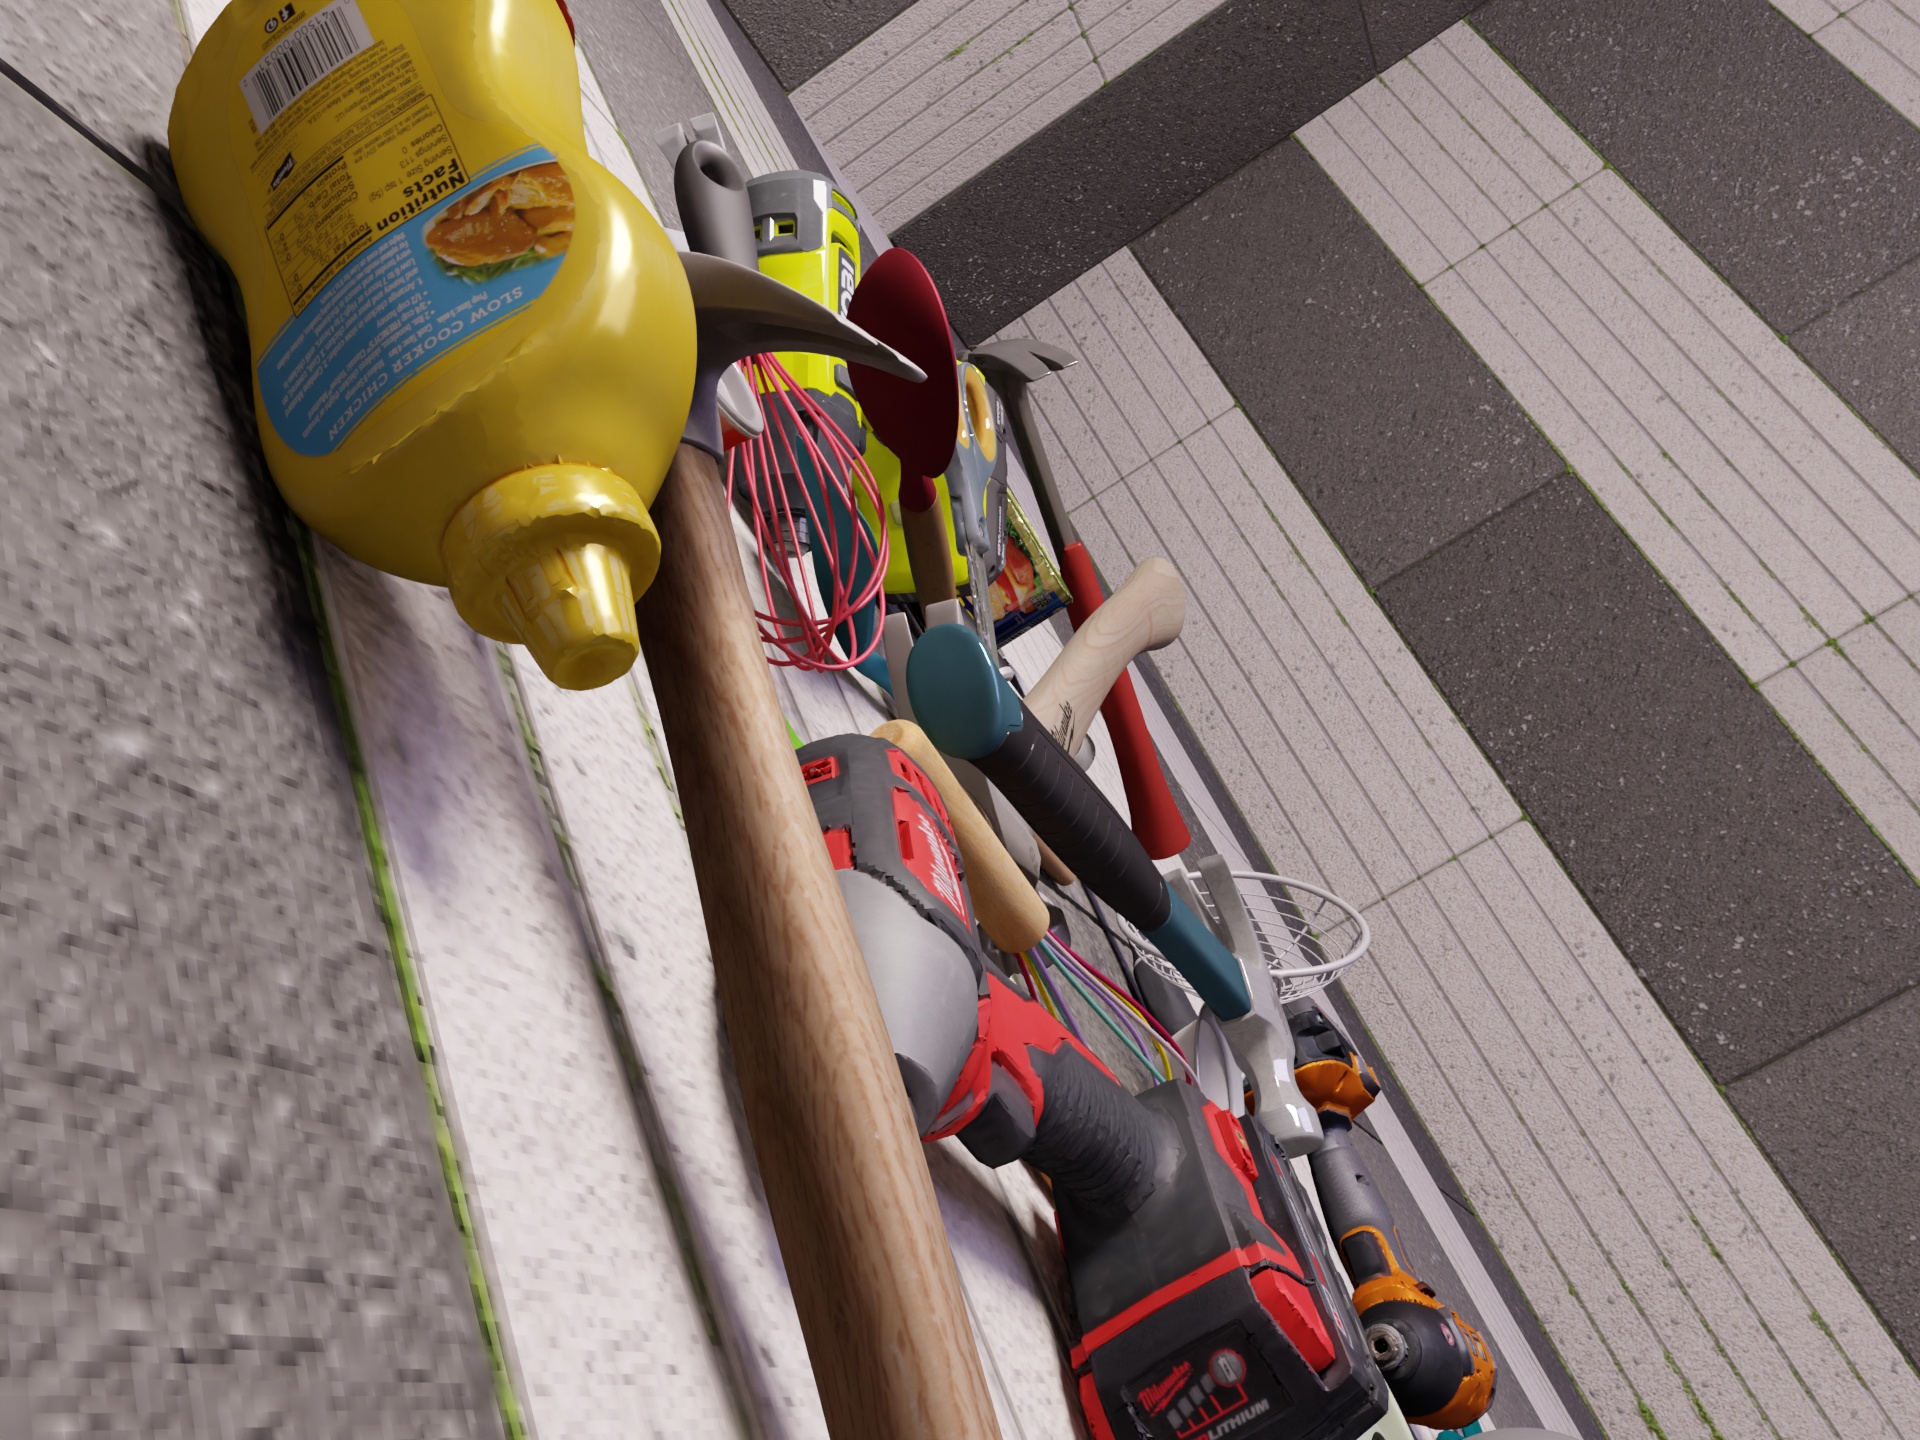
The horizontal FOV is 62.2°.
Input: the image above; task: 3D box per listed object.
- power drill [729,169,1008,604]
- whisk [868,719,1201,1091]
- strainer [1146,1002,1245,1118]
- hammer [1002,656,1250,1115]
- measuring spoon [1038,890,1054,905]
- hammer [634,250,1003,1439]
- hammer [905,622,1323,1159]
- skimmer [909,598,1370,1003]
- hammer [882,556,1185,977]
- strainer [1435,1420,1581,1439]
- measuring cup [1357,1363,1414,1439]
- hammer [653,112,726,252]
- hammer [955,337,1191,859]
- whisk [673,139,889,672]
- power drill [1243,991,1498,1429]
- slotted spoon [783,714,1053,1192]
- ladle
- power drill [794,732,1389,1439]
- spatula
[{"bbox_3d":[-0.048,-0.141,0.789,0.223,0.080,0.171,28,59,-67],"label":"power drill"},{"bbox_3d":[0.030,0.088,0.553,0.051,0.047,0.244,35,-17,50],"label":"whisk"},{"bbox_3d":[0.098,0.186,0.677,0.258,0.050,0.087,-39,117,-75],"label":"strainer"},{"bbox_3d":[0.101,0.126,0.897,0.149,0.036,0.409,44,17,-49],"label":"hammer"},{"bbox_3d":[0.032,0.077,0.749,0.034,0.018,0.124,62,10,24],"label":"measuring spoon"},{"bbox_3d":[-0.034,0.044,0.319,0.031,0.130,0.332,16,49,-54],"label":"hammer"},{"bbox_3d":[0.069,0.066,0.622,0.330,0.033,0.128,47,24,-49],"label":"hammer"},{"bbox_3d":[0.070,0.006,0.860,0.127,0.090,0.363,-18,65,-46],"label":"skimmer"},{"bbox_3d":[0.058,-0.031,0.774,0.411,0.038,0.146,-47,123,-66],"label":"hammer"},{"bbox_3d":[0.364,0.467,0.958,0.211,0.095,0.341,55,12,-17],"label":"strainer"},{"bbox_3d":[0.142,0.278,0.622,0.083,0.038,0.167,62,12,21],"label":"measuring cup"},{"bbox_3d":[-0.141,-0.211,0.684,0.405,0.035,0.144,-65,137,-76],"label":"hammer"},{"bbox_3d":[0.085,-0.067,1.012,0.358,0.036,0.149,69,-12,-21],"label":"hammer"},{"bbox_3d":[-0.082,-0.135,0.626,0.073,0.073,0.296,45,24,-53],"label":"whisk"},{"bbox_3d":[0.213,0.270,0.875,0.164,0.084,0.227,43,22,-55],"label":"power drill"},{"bbox_3d":[-0.013,0.073,0.522,0.313,0.031,0.070,58,1,-10],"label":"slotted spoon"},{"bbox_3d":[-0.014,-0.079,0.619,0.315,0.031,0.069,80,-11,-74],"label":"ladle"},{"bbox_3d":[0.021,0.113,0.429,0.219,0.078,0.143,50,12,-25],"label":"power drill"},{"bbox_3d":[-0.001,-0.002,0.746,0.082,0.044,0.317,53,2,42],"label":"spatula"}]
